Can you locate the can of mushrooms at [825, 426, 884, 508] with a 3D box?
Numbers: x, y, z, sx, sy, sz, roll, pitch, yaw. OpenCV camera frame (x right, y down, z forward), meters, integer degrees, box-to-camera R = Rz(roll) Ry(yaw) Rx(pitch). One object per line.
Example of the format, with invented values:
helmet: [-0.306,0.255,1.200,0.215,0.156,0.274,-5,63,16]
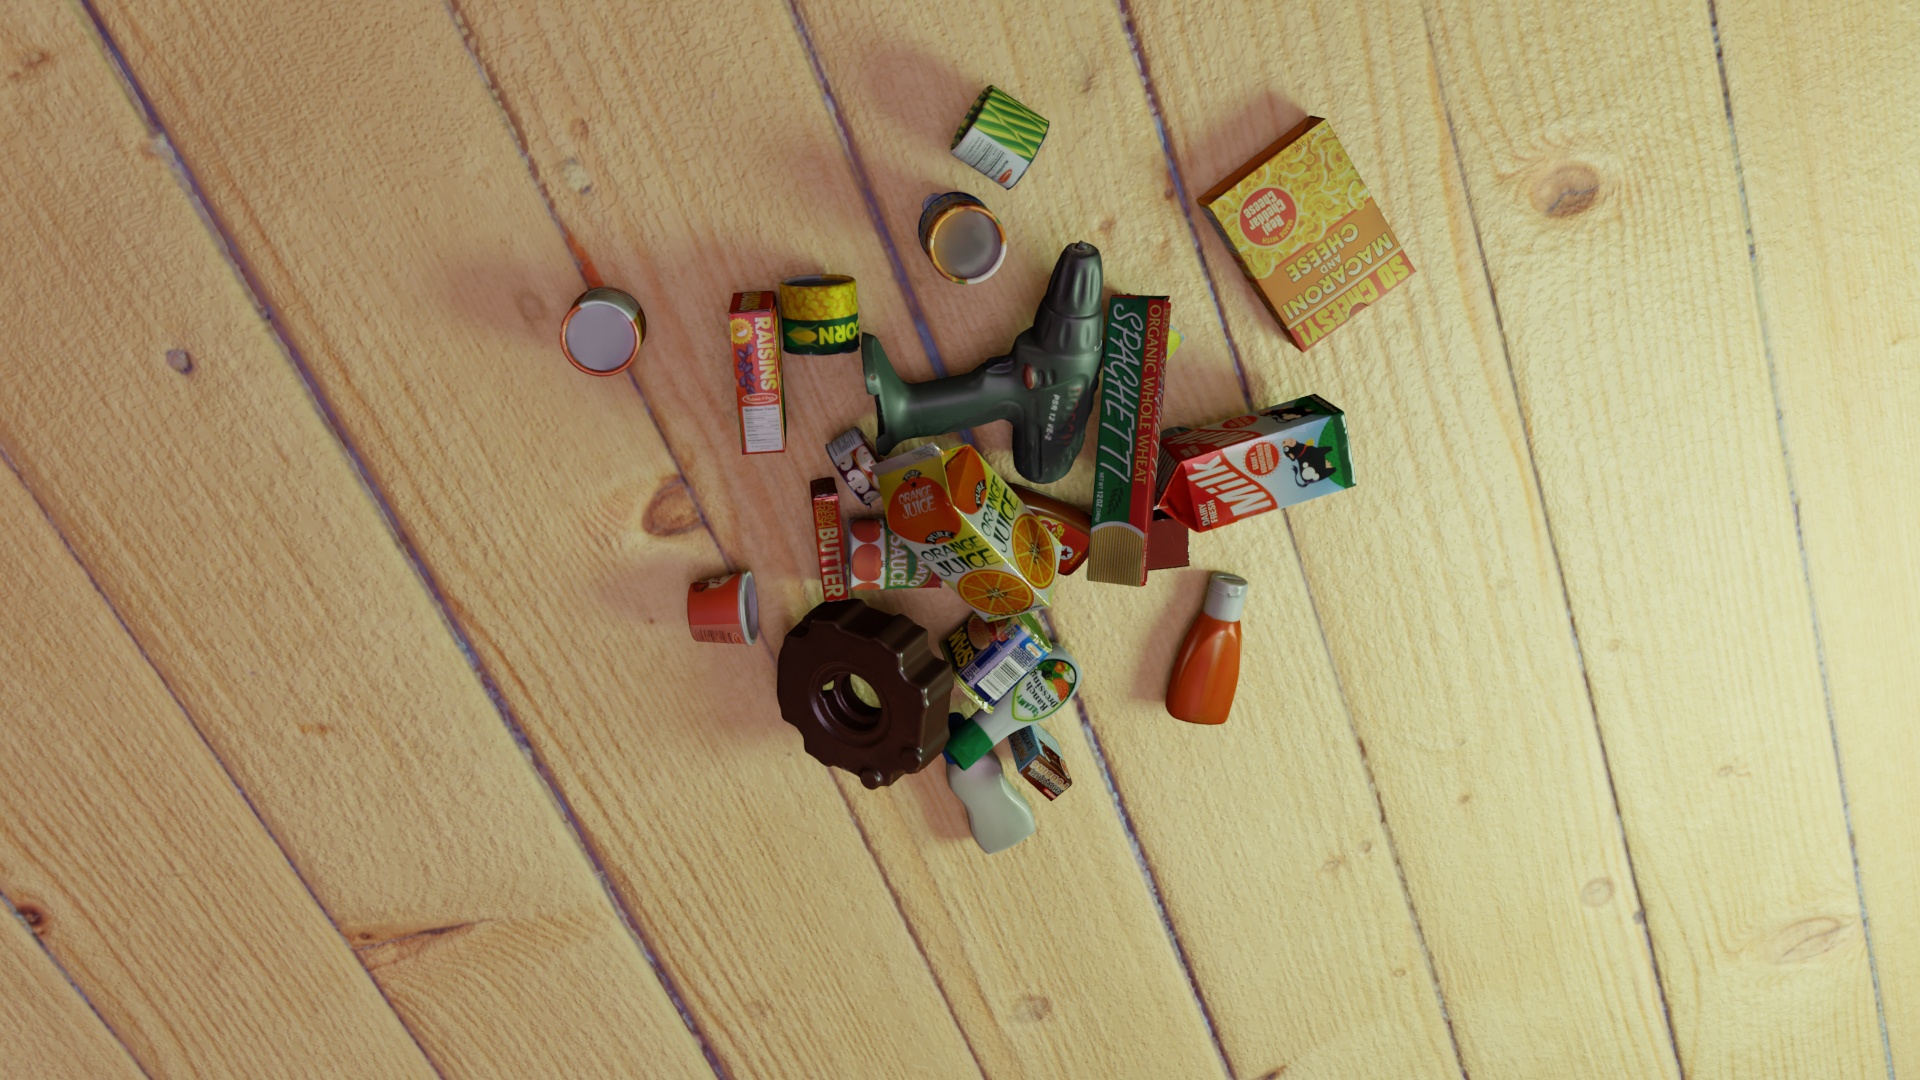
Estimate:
can of mushrooms: [-0.087,-0.065,1.236,0.033,0.071,0.071,-34,111,4]

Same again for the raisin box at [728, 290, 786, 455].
raisin box: [-0.172,-0.144,1.184,0.040,0.086,0.123,-4,111,-4]

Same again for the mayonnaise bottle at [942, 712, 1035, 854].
mayonnaise bottle: [0.018,0.238,1.375,0.065,0.041,0.147,-27,110,1]

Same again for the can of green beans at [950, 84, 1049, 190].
can of green beans: [0.032,-0.335,1.153,0.058,0.071,0.071,29,104,-16]

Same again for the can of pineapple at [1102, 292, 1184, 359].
can of pineapple: [0.154,-0.177,1.226,0.071,0.071,0.057,34,102,-18]

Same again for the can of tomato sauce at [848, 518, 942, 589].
can of tomato sauce: [-0.059,0.012,1.265,0.083,0.071,0.071,-1,110,-7]

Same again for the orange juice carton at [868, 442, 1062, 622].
orange juice carton: [0.004,-0.015,1.204,0.071,0.073,0.192,-17,134,34]

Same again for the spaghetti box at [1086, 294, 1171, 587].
spaghetti box: [0.144,-0.085,1.188,0.050,0.029,0.249,6,98,17]

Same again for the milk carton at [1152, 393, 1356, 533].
milk carton: [0.246,-0.064,1.240,0.191,0.072,0.073,-16,111,-1]

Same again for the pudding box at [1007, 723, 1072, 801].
pudding box: [0.076,0.210,1.348,0.030,0.084,0.049,-43,110,9]

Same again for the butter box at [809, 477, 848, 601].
butter box: [-0.119,-0.001,1.261,0.024,0.053,0.103,-7,111,-7]

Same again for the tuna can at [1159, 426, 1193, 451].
tuna can: [0.206,-0.069,1.291,0.071,0.033,0.070,-3,110,-7]

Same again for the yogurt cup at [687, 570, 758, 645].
yogurt cup: [-0.217,0.063,1.267,0.054,0.072,0.072,-4,111,3]

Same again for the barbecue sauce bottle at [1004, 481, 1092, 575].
barbecue sauce bottle: [0.052,-0.023,1.280,0.148,0.044,0.064,27,125,-16]

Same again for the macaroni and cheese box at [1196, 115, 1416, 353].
macaroni and cheese box: [0.307,-0.268,1.228,0.123,0.040,0.166,-36,110,7]

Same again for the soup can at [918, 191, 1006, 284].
soup can: [-0.001,-0.256,1.167,0.071,0.084,0.071,-2,110,-6]

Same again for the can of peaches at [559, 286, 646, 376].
can of peaches: [-0.301,-0.174,1.171,0.071,0.058,0.071,-3,110,-7]

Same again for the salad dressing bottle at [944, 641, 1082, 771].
salad dressing bottle: [0.048,0.159,1.326,0.148,0.044,0.064,-39,109,-11]

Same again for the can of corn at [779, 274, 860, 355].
can of corn: [-0.118,-0.192,1.182,0.071,0.071,0.058,-4,110,-6]

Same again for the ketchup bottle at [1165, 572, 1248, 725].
ketchup bottle: [0.246,0.106,1.355,0.065,0.044,0.148,7,109,-11]
